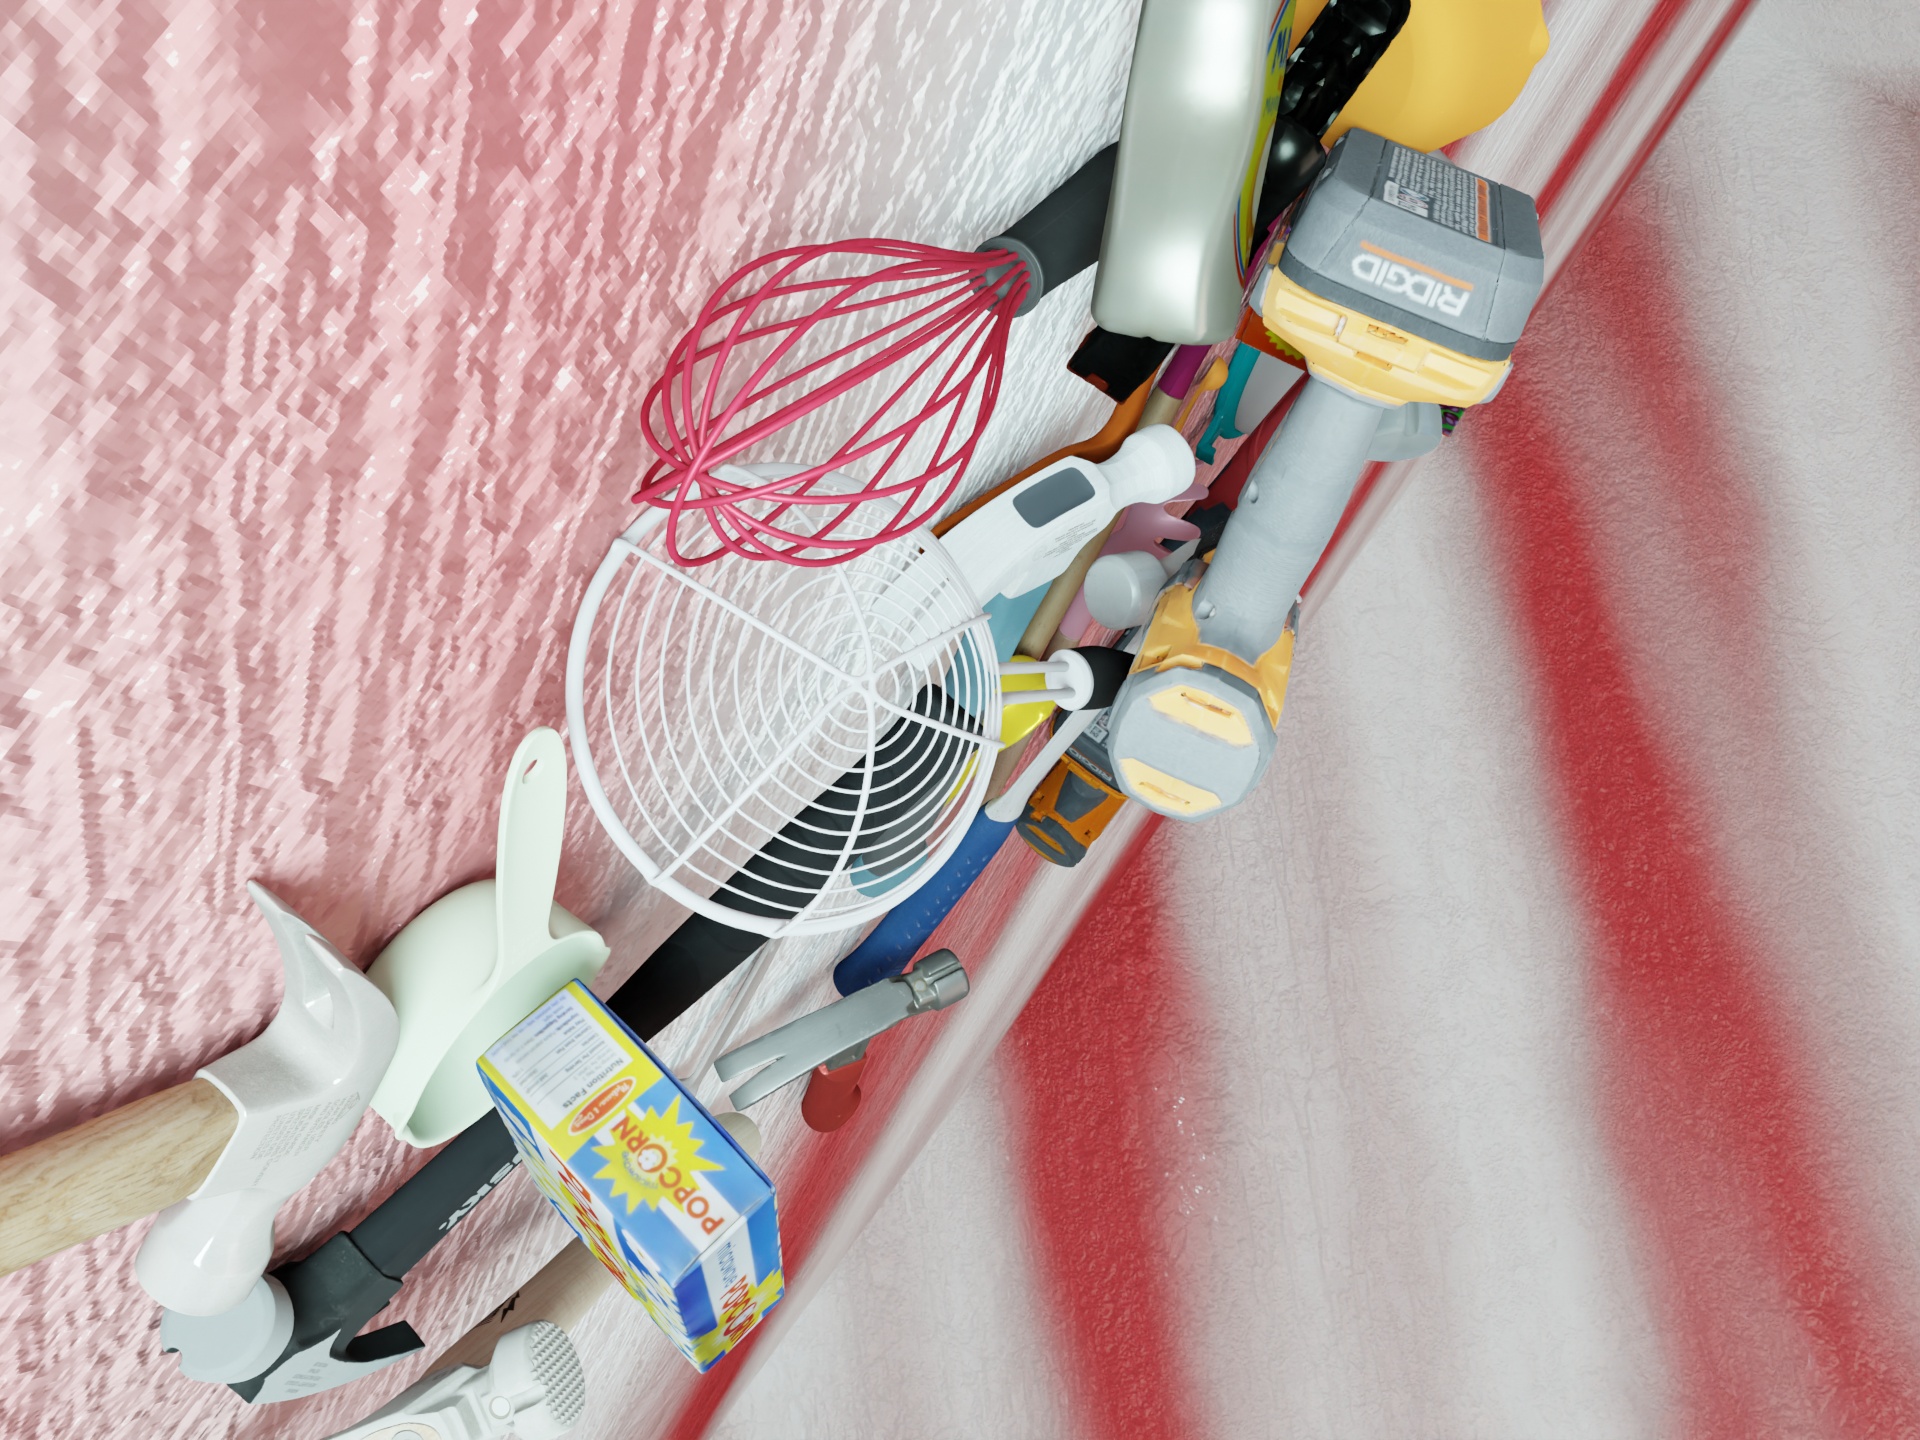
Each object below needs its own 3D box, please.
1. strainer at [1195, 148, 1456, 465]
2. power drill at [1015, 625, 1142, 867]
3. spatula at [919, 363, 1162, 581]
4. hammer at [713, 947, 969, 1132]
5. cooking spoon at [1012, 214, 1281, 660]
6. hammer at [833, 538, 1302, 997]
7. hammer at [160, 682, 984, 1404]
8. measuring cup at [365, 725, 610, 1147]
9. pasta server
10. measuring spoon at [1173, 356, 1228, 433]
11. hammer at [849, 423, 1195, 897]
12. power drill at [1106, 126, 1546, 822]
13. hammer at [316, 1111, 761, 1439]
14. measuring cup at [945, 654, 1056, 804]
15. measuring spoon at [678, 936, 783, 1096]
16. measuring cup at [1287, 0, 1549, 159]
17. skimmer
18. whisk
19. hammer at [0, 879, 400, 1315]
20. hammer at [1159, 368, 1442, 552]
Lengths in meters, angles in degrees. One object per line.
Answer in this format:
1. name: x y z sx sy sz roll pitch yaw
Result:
1. strainer: 0.270 -0.280 0.897 0.211 0.095 0.340 -39 162 -50
2. power drill: 0.121 0.010 1.184 0.164 0.084 0.226 -50 172 -20
3. spatula: 0.089 -0.187 0.643 0.322 0.041 0.081 -58 167 1
4. hammer: -0.088 0.233 1.042 0.149 0.037 0.359 -24 164 -17
5. cooking spoon: 0.091 -0.141 0.785 0.318 0.017 0.069 -62 176 32
6. hammer: 0.034 0.042 0.871 0.144 0.035 0.405 -14 152 -41
7. hammer: -0.112 0.103 0.567 0.335 0.035 0.146 -43 165 -19
8. measuring cup: -0.130 0.050 0.424 0.083 0.038 0.167 -43 162 -43
9. pasta server: 0.063 -0.034 0.930 0.316 0.040 0.060 115 -19 -48
10. measuring spoon: 0.117 -0.151 0.824 0.117 0.011 0.021 -58 177 -36
11. hammer: -0.001 -0.002 0.726 0.128 0.033 0.330 -28 160 -28
12. power drill: 0.127 -0.094 0.592 0.185 0.084 0.226 -60 173 -57
13. hammer: -0.179 0.253 0.736 0.146 0.038 0.410 -25 177 6
14. measuring cup: -0.007 0.021 0.861 0.156 0.029 0.062 -46 159 29
15. measuring spoon: -0.125 0.153 0.799 0.124 0.018 0.034 -59 169 -8
16. measuring cup: 0.149 -0.274 0.536 0.052 0.095 0.173 -33 139 -24
17. skimmer: -0.004 -0.011 0.550 0.363 0.090 0.127 -7 90 -73
18. whisk: 0.005 -0.117 0.438 0.296 0.073 0.073 -50 169 -49
19. hammer: -0.212 0.103 0.264 0.130 0.031 0.331 -56 168 13
20. hammer: 0.153 -0.143 0.842 0.386 0.038 0.143 127 -34 -74
